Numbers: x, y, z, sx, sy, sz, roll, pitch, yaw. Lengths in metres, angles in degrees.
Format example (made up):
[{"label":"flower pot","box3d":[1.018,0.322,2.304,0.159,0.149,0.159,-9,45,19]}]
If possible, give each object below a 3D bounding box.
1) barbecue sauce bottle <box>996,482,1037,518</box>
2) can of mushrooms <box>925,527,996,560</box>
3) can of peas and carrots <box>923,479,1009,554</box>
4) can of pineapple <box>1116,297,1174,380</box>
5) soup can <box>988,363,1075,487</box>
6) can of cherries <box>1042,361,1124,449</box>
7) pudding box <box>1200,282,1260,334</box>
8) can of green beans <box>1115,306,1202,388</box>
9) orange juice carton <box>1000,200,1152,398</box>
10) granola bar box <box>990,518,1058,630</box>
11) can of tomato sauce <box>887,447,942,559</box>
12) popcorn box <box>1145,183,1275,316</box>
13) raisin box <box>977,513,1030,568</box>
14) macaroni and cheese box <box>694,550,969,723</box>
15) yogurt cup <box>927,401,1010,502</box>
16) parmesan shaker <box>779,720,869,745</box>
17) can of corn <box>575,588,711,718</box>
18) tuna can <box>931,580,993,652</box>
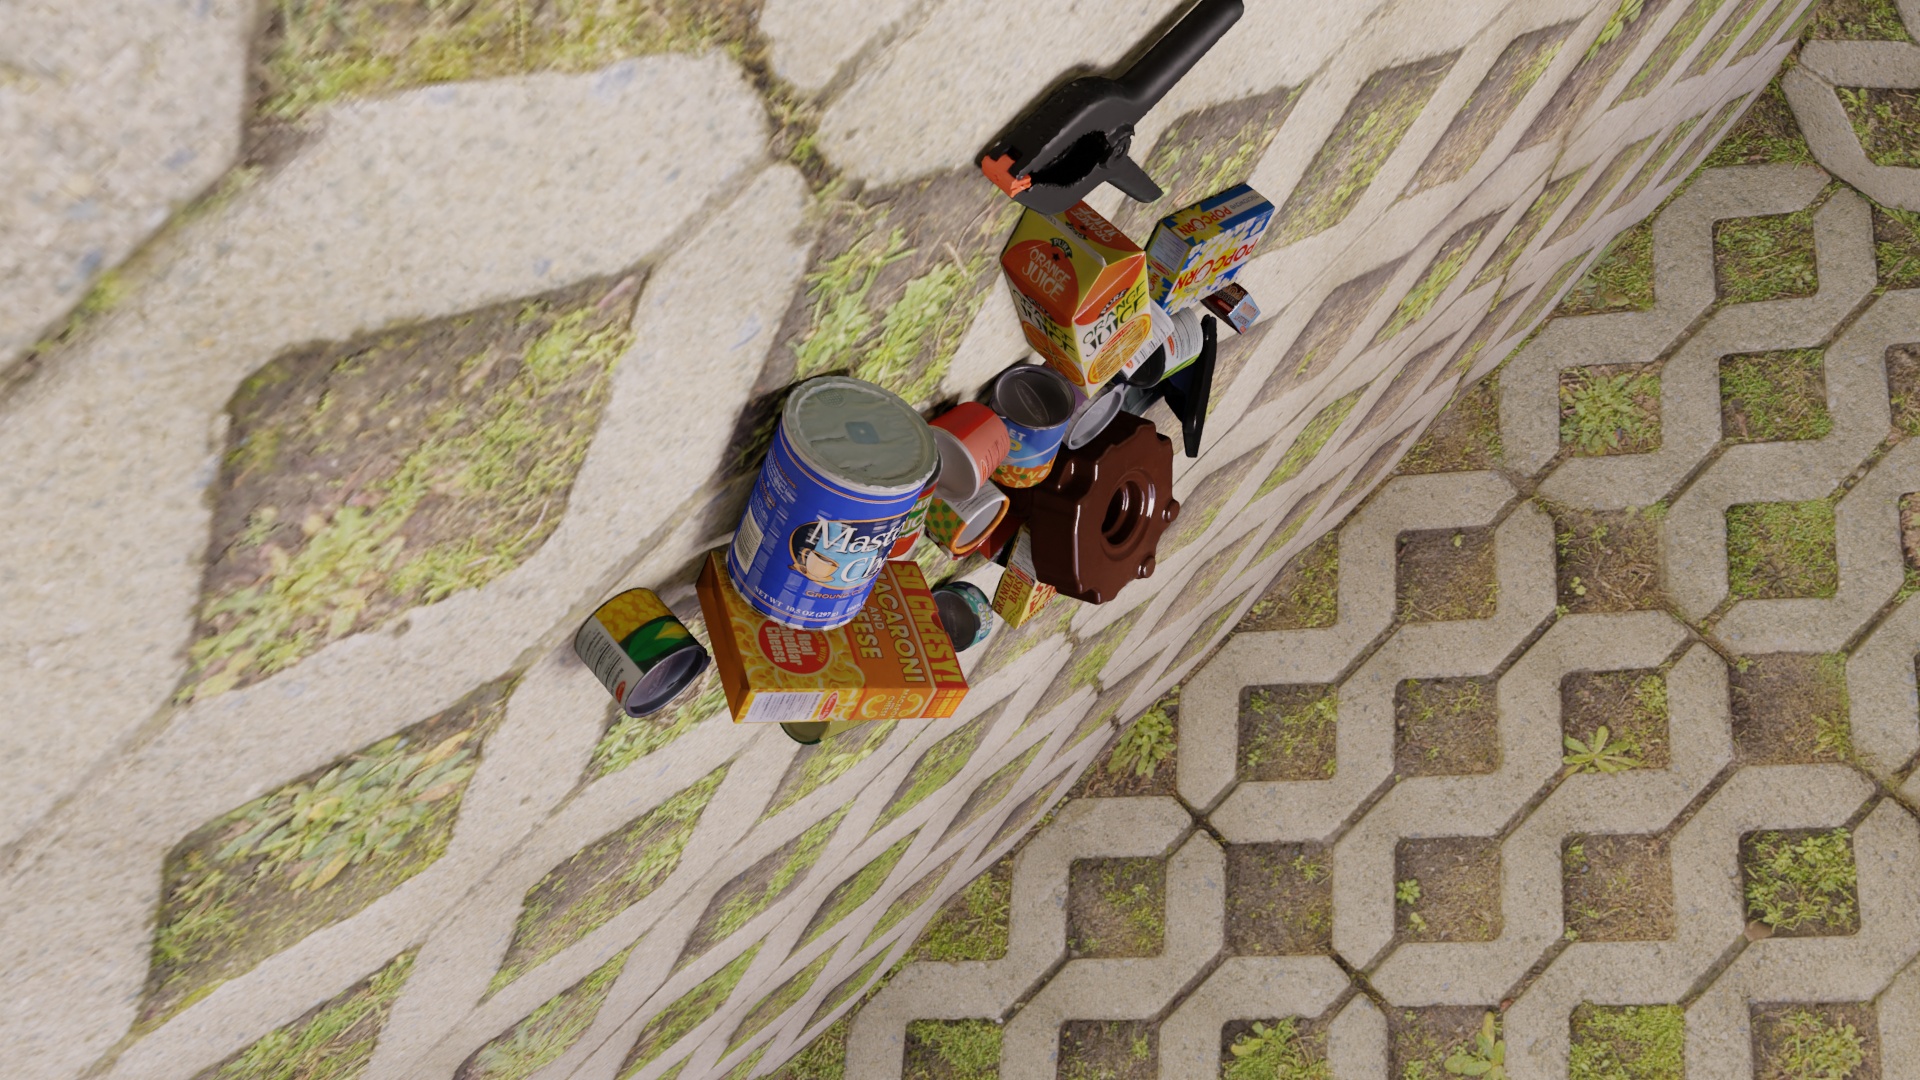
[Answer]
[{"label":"barbecue sauce bottle","box3d":[0.090,-0.069,1.281,0.149,0.043,0.064,-28,116,-51]},{"label":"can of mushrooms","box3d":[0.004,-0.016,1.243,0.071,0.033,0.070,-40,161,-17]},{"label":"can of peas and carrots","box3d":[-0.002,-0.030,1.157,0.071,0.059,0.070,-39,161,-16]},{"label":"can of pineapple","box3d":[0.130,-0.174,1.128,0.058,0.071,0.071,-47,162,3]},{"label":"soup can","box3d":[0.049,-0.091,1.127,0.071,0.071,0.083,-35,160,-29]},{"label":"can of cherries","box3d":[0.097,-0.122,1.175,0.072,0.058,0.071,-39,160,-17]},{"label":"pudding box","box3d":[0.247,-0.225,1.294,0.030,0.050,0.084,-50,162,9]},{"label":"can of green beans","box3d":[0.168,-0.173,1.208,0.058,0.071,0.071,-31,157,-39]},{"label":"orange juice carton","box3d":[0.086,-0.181,1.002,0.073,0.072,0.192,-44,162,-4]},{"label":"granola bar box","box3d":[0.106,-0.002,1.355,0.166,0.039,0.123,-36,156,-38]},{"label":"can of tomato sauce","box3d":[-0.053,-0.034,1.019,0.071,0.071,0.082,-33,159,-32]},{"label":"popcorn box","box3d":[0.203,-0.244,1.176,0.127,0.038,0.084,-31,157,-38]},{"label":"raisin box","box3d":[0.061,-0.014,1.360,0.086,0.040,0.123,-48,162,4]},{"label":"macaroni and cheese box","box3d":[-0.089,0.067,0.974,0.167,0.124,0.040,3,135,-31]},{"label":"yogurt cup","box3d":[0.001,-0.071,1.071,0.054,0.072,0.072,-42,163,-35]},{"label":"parmesan shaker","box3d":[-0.114,0.140,1.275,0.103,0.071,0.071,-14,144,-56]},{"label":"can of corn","box3d":[-0.211,0.074,0.925,0.071,0.058,0.071,-40,161,-17]},{"label":"tuna can","box3d":[-0.001,0.075,1.367,0.033,0.071,0.070,-23,152,-52]}]
